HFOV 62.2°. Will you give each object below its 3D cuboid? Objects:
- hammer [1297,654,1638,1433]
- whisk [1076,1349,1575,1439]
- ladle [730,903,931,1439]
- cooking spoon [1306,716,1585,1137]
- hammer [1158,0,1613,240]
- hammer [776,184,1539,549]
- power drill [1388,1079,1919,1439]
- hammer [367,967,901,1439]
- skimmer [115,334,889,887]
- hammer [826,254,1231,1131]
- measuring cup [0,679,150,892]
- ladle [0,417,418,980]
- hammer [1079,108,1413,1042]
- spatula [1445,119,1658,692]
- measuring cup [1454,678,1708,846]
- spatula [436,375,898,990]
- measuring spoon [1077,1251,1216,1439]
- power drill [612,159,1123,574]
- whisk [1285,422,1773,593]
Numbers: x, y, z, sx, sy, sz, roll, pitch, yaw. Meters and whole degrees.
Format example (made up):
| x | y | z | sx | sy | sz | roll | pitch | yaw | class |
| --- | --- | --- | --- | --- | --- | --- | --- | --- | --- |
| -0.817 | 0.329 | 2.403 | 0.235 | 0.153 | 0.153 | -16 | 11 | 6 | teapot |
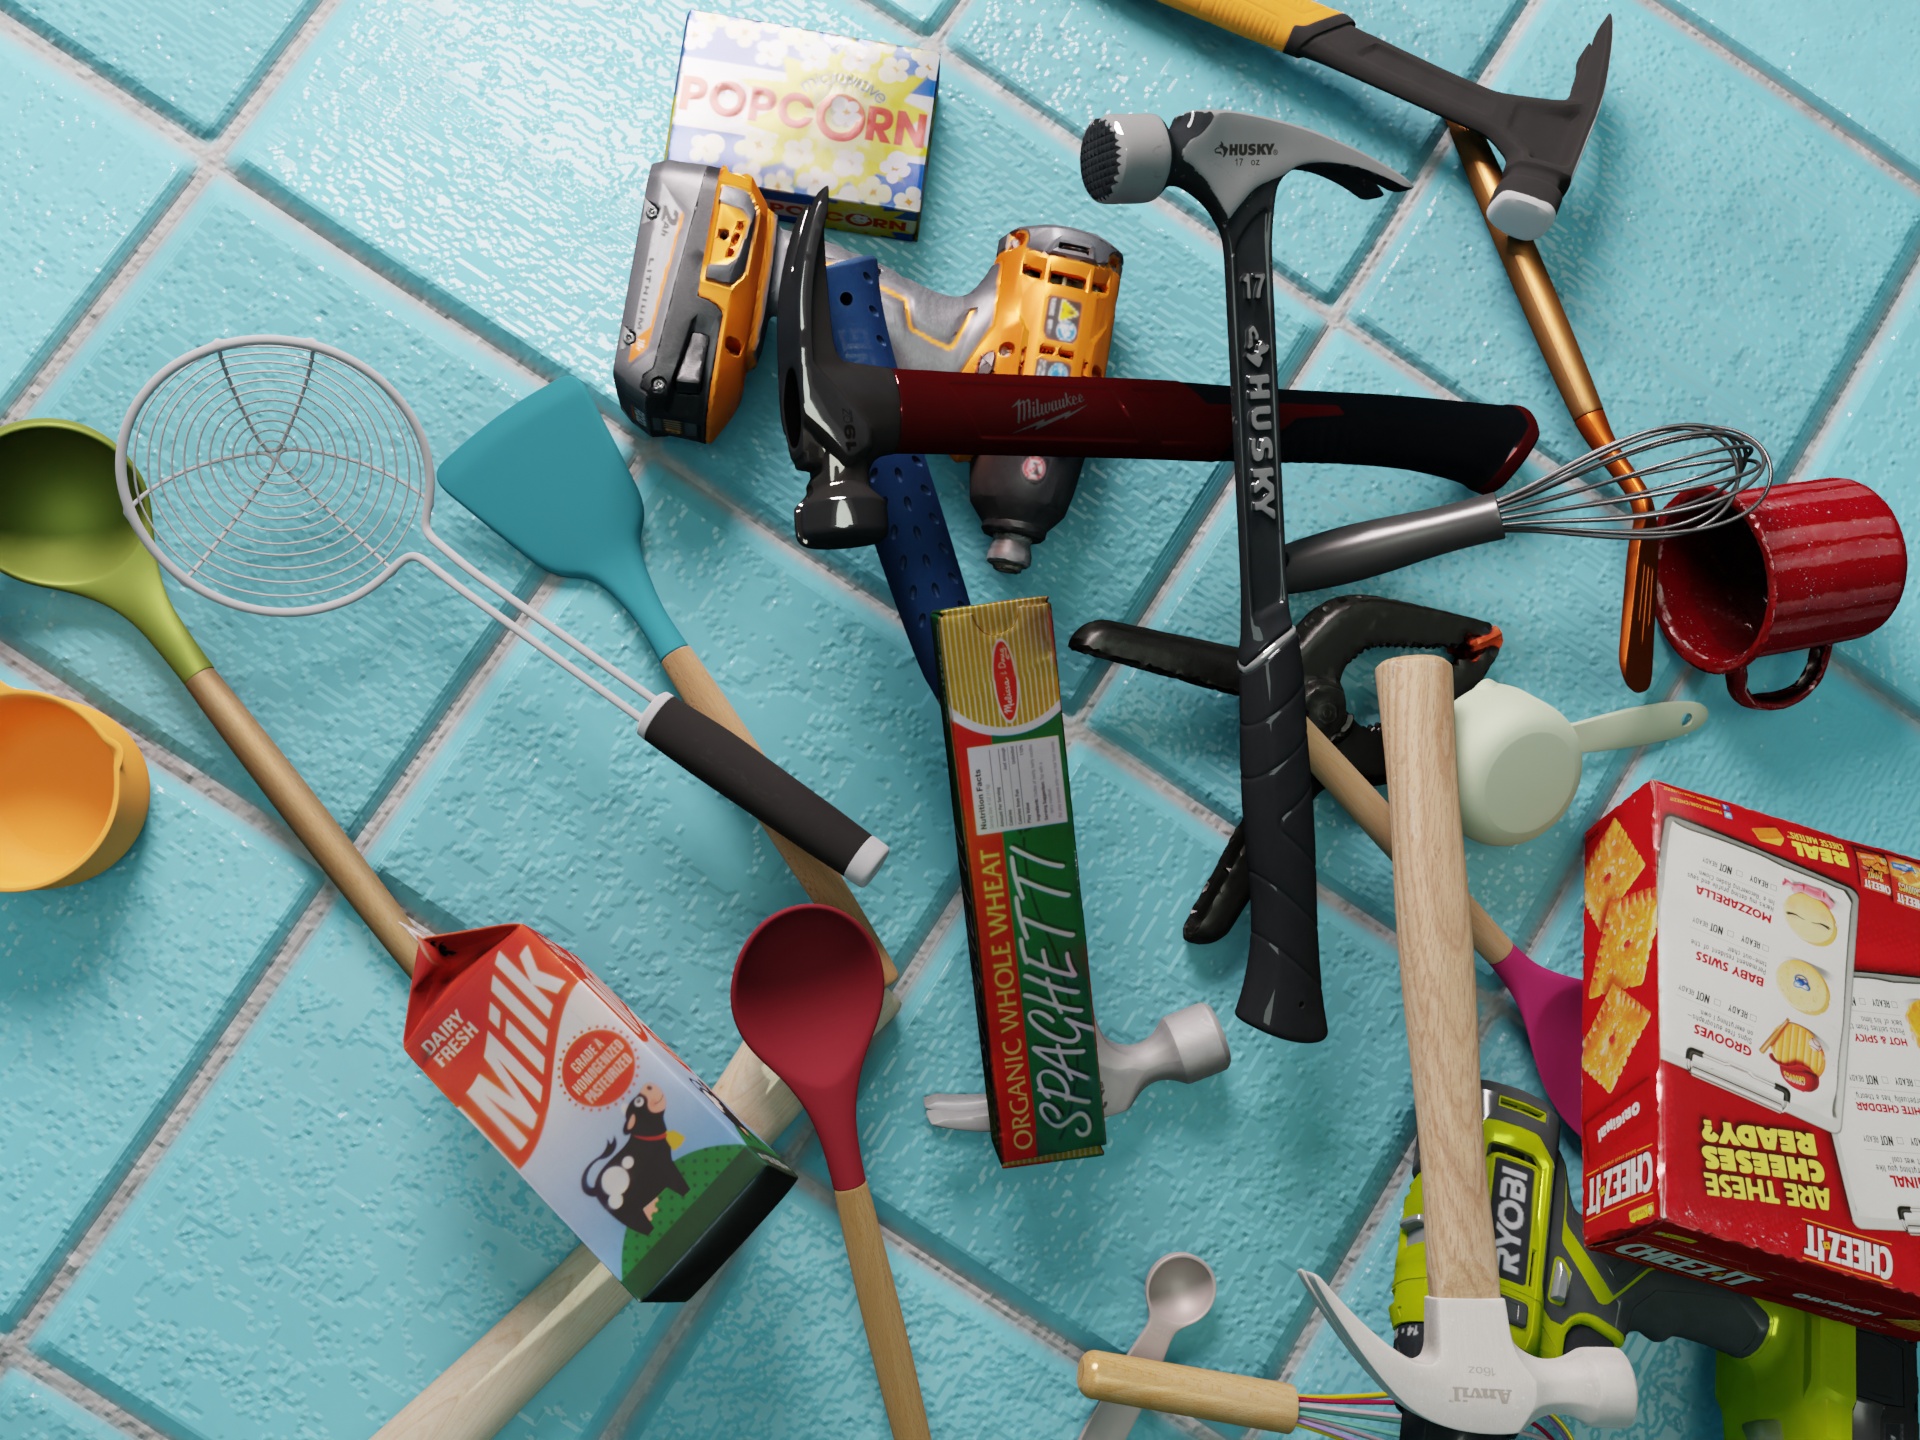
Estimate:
| x | y | z | sx | sy | sz | roll | pitch | yaw | class |
| --- | --- | --- | --- | --- | --- | --- | --- | --- | --- |
| 0.208 | 0.130 | 0.695 | 0.130 | 0.031 | 0.331 | 1 | 72 | -2 | hammer |
| 0.173 | 0.325 | 0.732 | 0.245 | 0.051 | 0.047 | 12 | 92 | -6 | whisk |
| -0.042 | 0.233 | 0.714 | 0.069 | 0.031 | 0.315 | -14 | 96 | -14 | ladle |
| 0.242 | 0.093 | 0.762 | 0.069 | 0.017 | 0.318 | -45 | 99 | -7 | cooking spoon |
| 0.162 | -0.363 | 0.805 | 0.337 | 0.034 | 0.127 | 24 | 72 | 1 | hammer |
| 0.105 | -0.150 | 0.720 | 0.386 | 0.038 | 0.143 | -3 | 88 | -25 | hammer |
| 0.301 | 0.288 | 0.714 | 0.228 | 0.080 | 0.191 | 21 | 60 | -4 | power drill |
| -0.173 | 0.273 | 0.714 | 0.146 | 0.038 | 0.410 | 45 | 82 | -1 | hammer |
| -0.191 | -0.033 | 0.687 | 0.363 | 0.090 | 0.127 | 34 | 99 | 6 | skimmer |
| -0.001 | -0.002 | 0.718 | 0.144 | 0.035 | 0.405 | -19 | 99 | -6 | hammer |
| -0.426 | -0.006 | 0.712 | 0.095 | 0.052 | 0.174 | -22 | 85 | -7 | measuring cup |
| -0.333 | 0.001 | 0.719 | 0.078 | 0.062 | 0.320 | -37 | 91 | -4 | ladle |
| 0.137 | -0.053 | 0.698 | 0.149 | 0.036 | 0.409 | -10 | 102 | -24 | hammer |
| 0.298 | -0.171 | 0.801 | 0.041 | 0.081 | 0.323 | -25 | 77 | 29 | spatula |
| 0.305 | 0.016 | 0.776 | 0.167 | 0.038 | 0.083 | -10 | 111 | -14 | measuring cup |
| -0.123 | -0.010 | 0.735 | 0.082 | 0.044 | 0.317 | -35 | 82 | 2 | spatula |
| 0.080 | 0.305 | 0.748 | 0.034 | 0.018 | 0.124 | 29 | 89 | -10 | measuring spoon |
| -0.043 | -0.165 | 0.752 | 0.226 | 0.084 | 0.164 | 10 | 85 | -8 | power drill |
| 0.254 | -0.093 | 0.753 | 0.239 | 0.055 | 0.055 | -13 | 85 | 20 | whisk |
